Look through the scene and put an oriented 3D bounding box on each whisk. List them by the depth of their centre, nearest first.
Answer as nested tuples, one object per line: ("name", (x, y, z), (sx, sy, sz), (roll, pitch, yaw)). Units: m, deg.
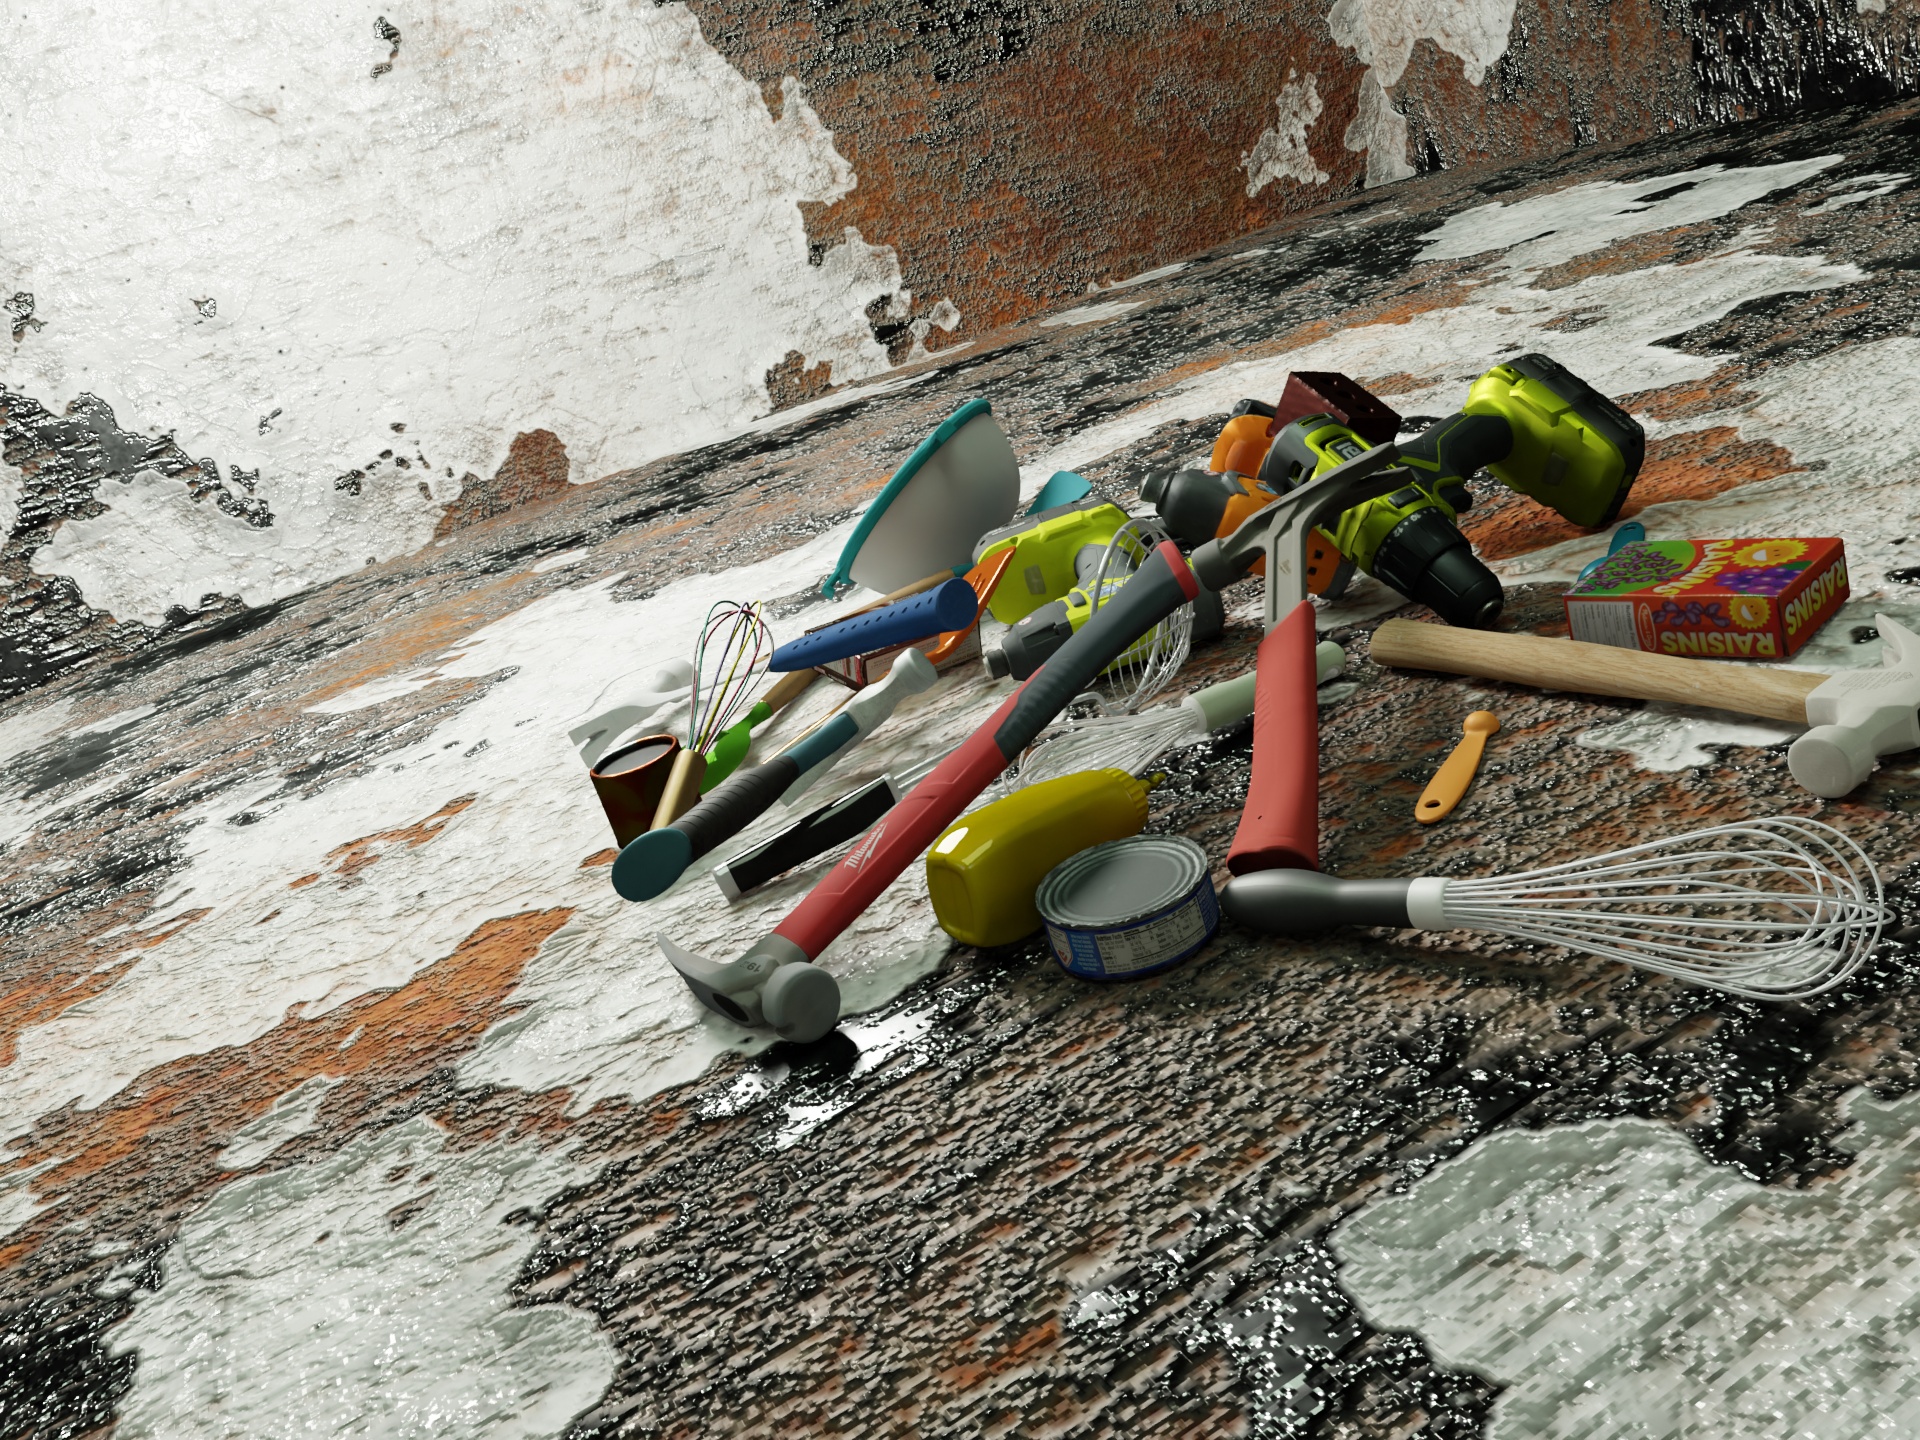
("whisk", (0.228, 0.077, 0.661), (0.285, 0.070, 0.070), (-5, 23, 45))
("whisk", (0.133, -0.001, 0.957), (0.246, 0.057, 0.059), (-21, 63, -22))
("whisk", (-0.175, 0.007, 1.081), (0.047, 0.051, 0.245), (-12, 45, 28))

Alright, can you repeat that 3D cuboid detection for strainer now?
("strainer", (0.009, -0.197, 1.495), (0.211, 0.095, 0.340), (-51, -5, 24))

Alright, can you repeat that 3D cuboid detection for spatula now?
("spatula", (-0.074, -0.022, 1.148), (0.322, 0.041, 0.081), (-39, 9, -27))
("spatula", (-0.033, -0.120, 1.334), (0.317, 0.044, 0.082), (-26, 25, -8))

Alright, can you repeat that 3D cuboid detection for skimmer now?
("skimmer", (-0.002, -0.003, 1.010), (0.363, 0.127, 0.090), (-29, 46, -8))

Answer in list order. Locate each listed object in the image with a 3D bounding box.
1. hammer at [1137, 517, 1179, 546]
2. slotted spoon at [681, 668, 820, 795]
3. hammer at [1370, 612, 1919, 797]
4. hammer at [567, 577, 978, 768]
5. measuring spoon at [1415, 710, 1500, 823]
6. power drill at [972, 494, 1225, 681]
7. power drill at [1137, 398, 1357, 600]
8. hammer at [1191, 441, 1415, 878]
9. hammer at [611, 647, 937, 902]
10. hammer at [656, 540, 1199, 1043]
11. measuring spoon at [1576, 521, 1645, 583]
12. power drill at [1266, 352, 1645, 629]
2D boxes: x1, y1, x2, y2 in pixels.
("hammer", (0.181, -0.169, 1.378), (0.335, 0.035, 0.146), (-16, 20, 5))
("slotted spoon", (-0.149, -0.018, 1.277), (0.070, 0.031, 0.314), (-12, 19, 26))
("hammer", (0.354, -0.027, 0.855), (0.130, 0.031, 0.331), (-28, 22, -25))
("hammer", (-0.146, -0.039, 1.202), (0.405, 0.035, 0.144), (-14, 19, 44))
("measuring spoon", (0.260, 0.022, 0.833), (0.021, 0.011, 0.117), (-3, 24, 36))
("power drill", (0.086, -0.095, 1.207), (0.171, 0.080, 0.223), (-19, 23, -2))
("power drill", (0.227, -0.174, 1.203), (0.164, 0.084, 0.226), (21, 29, 7))
("hammer", (0.191, -0.035, 0.891), (0.149, 0.036, 0.359), (-28, 26, 27))
("hammer", (-0.113, 0.035, 0.954), (0.128, 0.033, 0.331), (-39, 0, 22))
("hammer", (-0.001, 0.023, 0.900), (0.386, 0.038, 0.143), (-44, 29, -26))
("measuring spoon", (0.426, -0.112, 1.030), (0.042, 0.021, 0.129), (-5, 25, 32))
("power drill", (0.348, -0.156, 1.076), (0.228, 0.080, 0.191), (-23, 54, -24))
